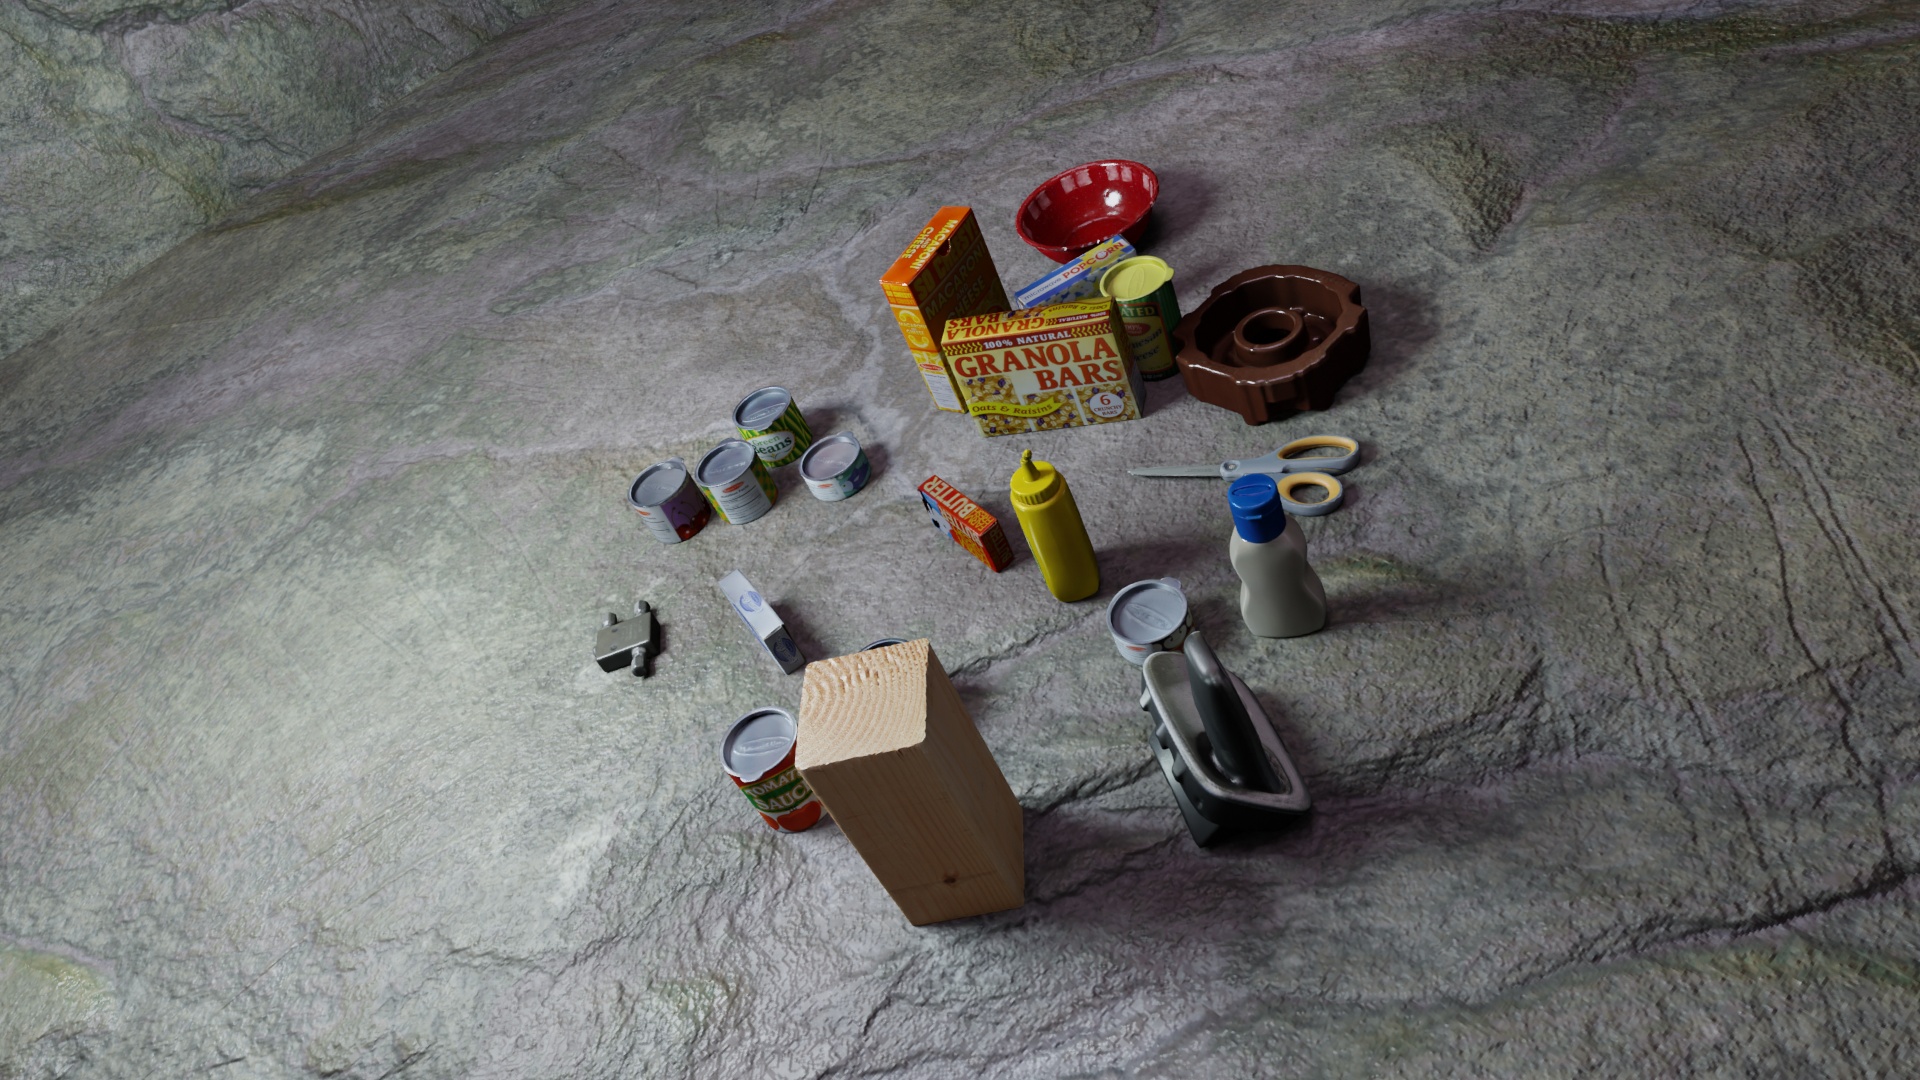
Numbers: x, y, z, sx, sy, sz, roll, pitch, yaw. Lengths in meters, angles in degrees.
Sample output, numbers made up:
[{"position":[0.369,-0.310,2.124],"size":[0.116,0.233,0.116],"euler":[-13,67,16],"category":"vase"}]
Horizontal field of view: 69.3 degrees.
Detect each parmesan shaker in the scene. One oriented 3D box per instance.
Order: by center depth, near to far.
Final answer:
[{"position":[0.181,-0.211,1.329],"size":[0.071,0.102,0.072],"euler":[-14,43,13],"category":"parmesan shaker"}]

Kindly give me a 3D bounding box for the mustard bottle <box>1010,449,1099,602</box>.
[{"position":[0.073,-0.019,1.142],"size":[0.049,0.159,0.065],"euler":[-19,42,7],"category":"mustard bottle"}]

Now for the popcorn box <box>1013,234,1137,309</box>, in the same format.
[{"position":[0.125,-0.238,1.398],"size":[0.127,0.085,0.038],"euler":[-30,42,-5],"category":"popcorn box"}]

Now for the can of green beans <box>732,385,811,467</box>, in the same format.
[{"position":[-0.196,-0.119,1.452],"size":[0.071,0.057,0.071],"euler":[-14,43,13],"category":"can of green beans"}]

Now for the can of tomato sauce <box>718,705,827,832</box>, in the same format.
[{"position":[-0.143,0.183,1.099],"size":[0.071,0.082,0.071],"euler":[-14,43,13],"category":"can of tomato sauce"}]

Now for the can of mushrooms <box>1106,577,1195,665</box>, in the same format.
[{"position":[0.154,0.065,1.113],"size":[0.071,0.033,0.071],"euler":[-14,43,13],"category":"can of mushrooms"}]

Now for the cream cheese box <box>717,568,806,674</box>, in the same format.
[{"position":[-0.179,0.073,1.252],"size":[0.024,0.053,0.104],"euler":[-36,43,-11],"category":"cream cheese box"}]

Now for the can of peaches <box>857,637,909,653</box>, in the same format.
[{"position":[-0.055,0.125,1.135],"size":[0.071,0.057,0.071],"euler":[-14,43,13],"category":"can of peaches"}]

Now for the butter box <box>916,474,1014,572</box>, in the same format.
[{"position":[0.004,-0.016,1.253],"size":[0.024,0.053,0.104],"euler":[-38,43,-14],"category":"butter box"}]

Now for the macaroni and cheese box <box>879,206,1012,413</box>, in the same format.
[{"position":[-0.005,-0.231,1.392],"size":[0.040,0.165,0.124],"euler":[12,54,35],"category":"macaroni and cheese box"}]

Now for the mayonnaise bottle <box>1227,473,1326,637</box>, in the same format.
[{"position":[0.233,0.013,1.042],"size":[0.065,0.147,0.041],"euler":[-8,45,19],"category":"mayonnaise bottle"}]

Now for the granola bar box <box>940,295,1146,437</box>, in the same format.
[{"position":[0.079,-0.161,1.312],"size":[0.165,0.123,0.039],"euler":[-5,45,21],"category":"granola bar box"}]

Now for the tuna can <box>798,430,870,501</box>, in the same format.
[{"position":[-0.124,-0.074,1.390],"size":[0.071,0.032,0.071],"euler":[-14,43,13],"category":"tuna can"}]

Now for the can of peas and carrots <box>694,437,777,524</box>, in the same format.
[{"position":[-0.227,-0.060,1.406],"size":[0.071,0.058,0.071],"euler":[-14,43,13],"category":"can of peas and carrots"}]

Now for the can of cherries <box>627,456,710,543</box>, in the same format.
[{"position":[-0.295,-0.041,1.420],"size":[0.071,0.058,0.072],"euler":[-14,43,13],"category":"can of cherries"}]
